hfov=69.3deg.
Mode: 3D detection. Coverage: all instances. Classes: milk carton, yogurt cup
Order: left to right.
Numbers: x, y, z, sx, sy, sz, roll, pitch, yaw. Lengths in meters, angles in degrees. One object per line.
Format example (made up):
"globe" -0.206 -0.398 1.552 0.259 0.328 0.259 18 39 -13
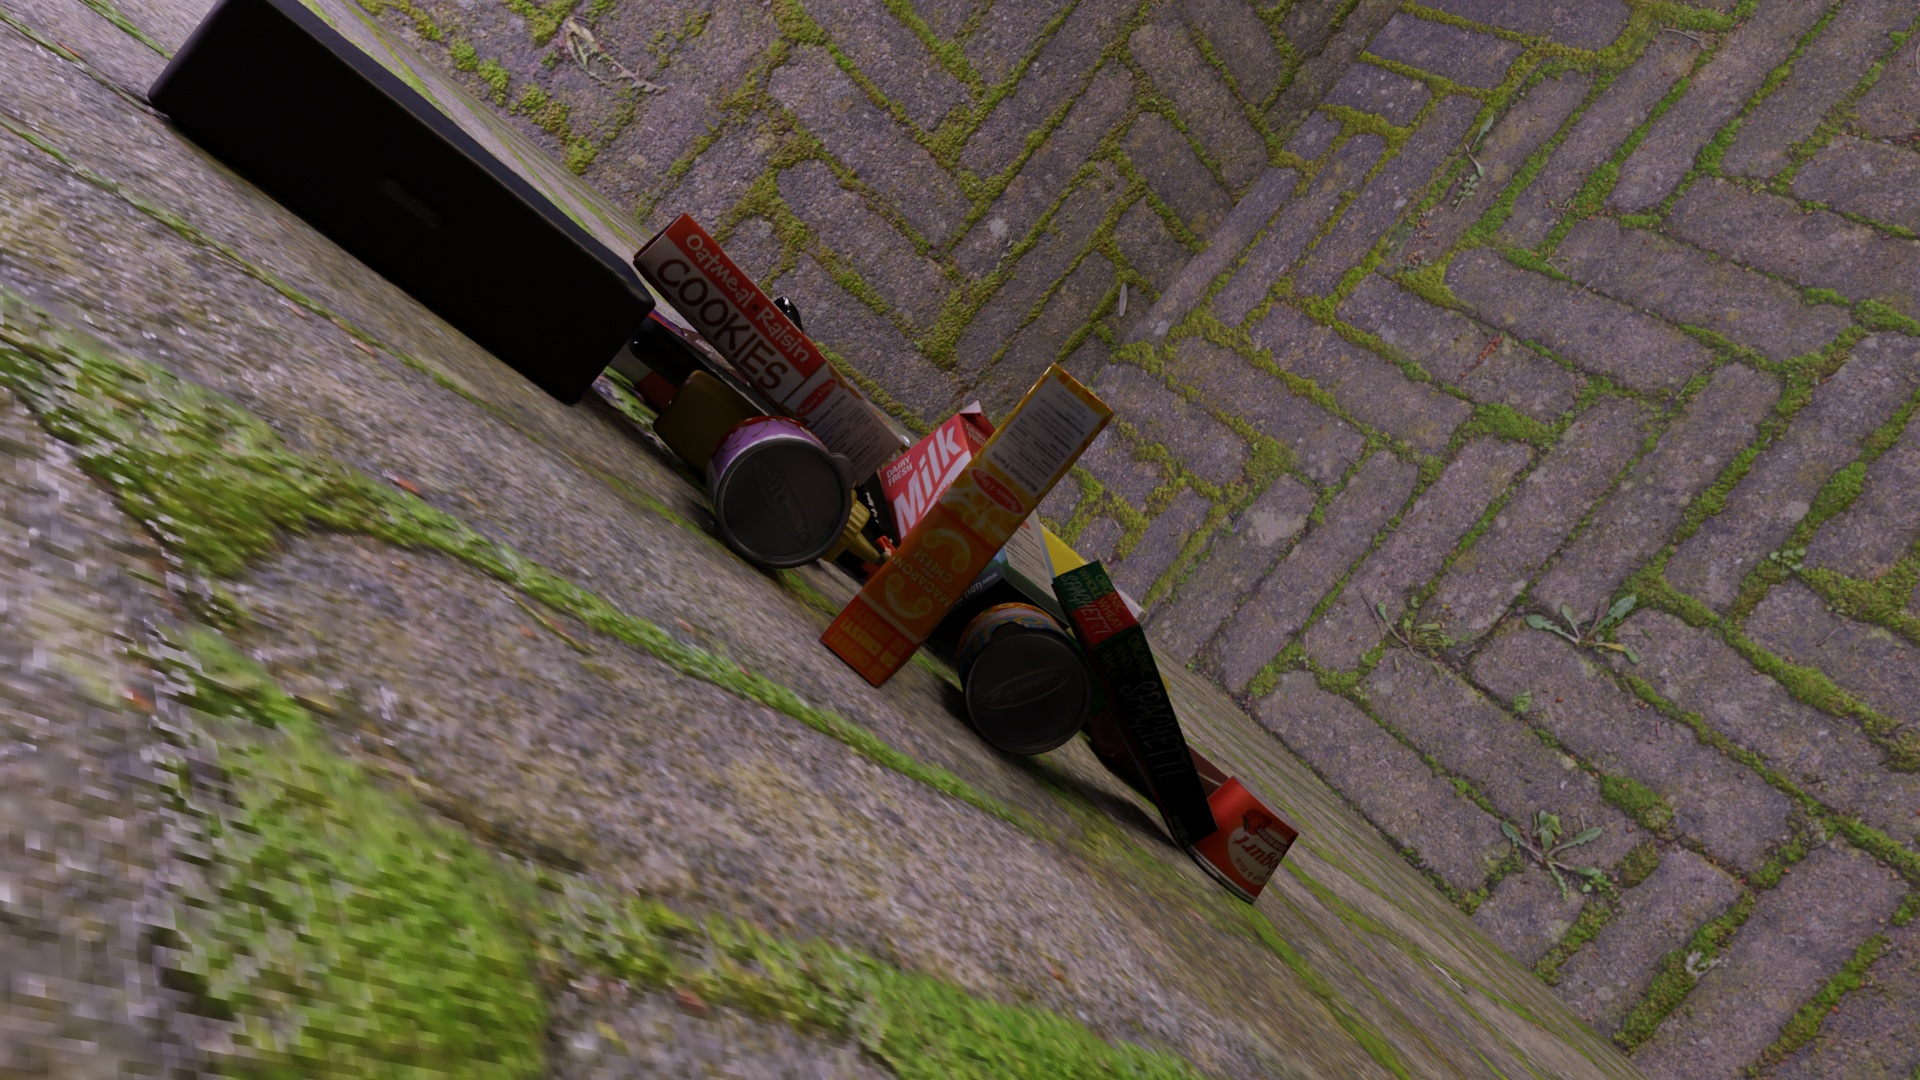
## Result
"milk carton" 0.003 -0.011 0.907 0.073 0.072 0.191 36 28 -40
"yogurt cup" 0.178 0.187 0.885 0.072 0.054 0.072 40 3 -2

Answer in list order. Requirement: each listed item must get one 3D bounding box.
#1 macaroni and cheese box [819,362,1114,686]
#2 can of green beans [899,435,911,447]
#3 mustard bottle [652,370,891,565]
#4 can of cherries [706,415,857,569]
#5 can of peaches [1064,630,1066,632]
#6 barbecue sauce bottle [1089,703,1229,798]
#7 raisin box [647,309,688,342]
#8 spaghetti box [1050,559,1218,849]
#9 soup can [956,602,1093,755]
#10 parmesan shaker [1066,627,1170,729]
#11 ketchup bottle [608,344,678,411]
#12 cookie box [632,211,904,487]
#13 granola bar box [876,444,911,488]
"macaroni and cheese box" 0.006 -0.009 0.689 0.040 0.166 0.124 40 4 0
"can of green beans" -0.088 -0.077 1.287 0.071 0.071 0.057 42 5 37
"mustard bottle" -0.102 -0.032 0.800 0.160 0.049 0.065 40 5 -11
"can of cherries" -0.090 -0.026 0.698 0.071 0.071 0.058 38 3 -22
"can of peaches" 0.030 0.050 0.944 0.058 0.071 0.071 35 6 -40
"barbecue sauce bottle" 0.159 0.170 0.979 0.148 0.043 0.065 39 4 -19
"raisin box" -0.256 -0.167 0.962 0.086 0.040 0.123 41 3 29
"spaghetti box" 0.102 0.099 0.778 0.050 0.029 0.249 61 -1 40
"soup can" 0.032 0.070 0.750 0.071 0.071 0.084 39 3 -8
"parmesan shaker" 0.094 0.097 1.024 0.103 0.071 0.071 38 4 -16
"ketchup bottle" -0.173 -0.096 0.899 0.148 0.043 0.065 36 14 -34
"cookie box" -0.111 -0.108 0.781 0.167 0.040 0.123 46 -2 -15
"granola bar box" -0.033 -0.014 1.021 0.165 0.039 0.124 32 29 -60
